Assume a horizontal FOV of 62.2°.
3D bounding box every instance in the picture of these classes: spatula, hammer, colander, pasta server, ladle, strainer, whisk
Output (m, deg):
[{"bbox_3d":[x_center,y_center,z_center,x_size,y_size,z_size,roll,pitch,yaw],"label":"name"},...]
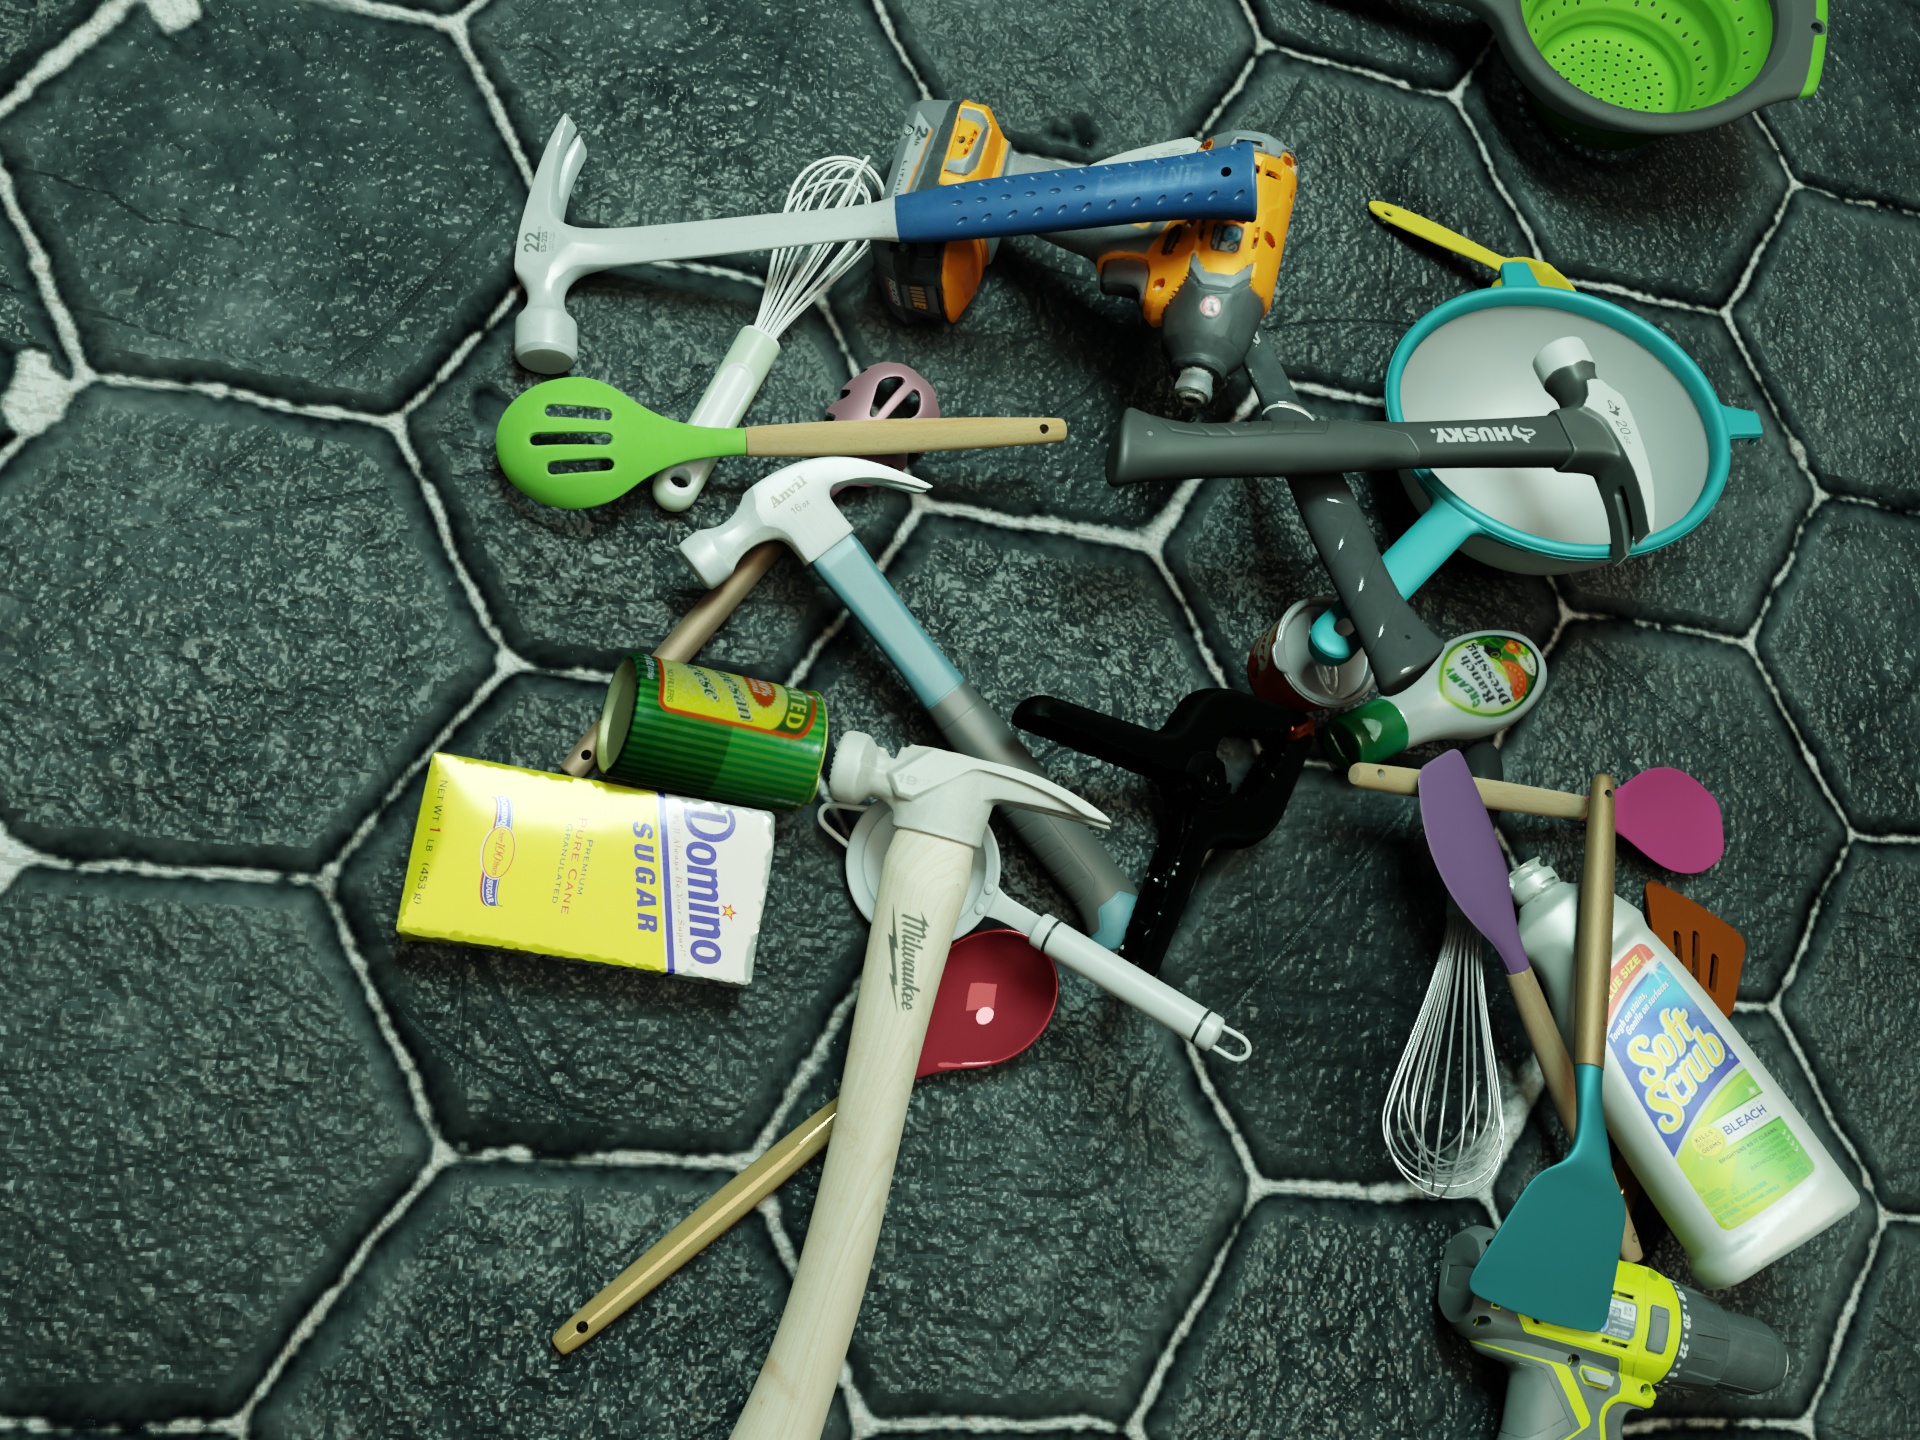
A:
[{"bbox_3d":[0.410,0.253,0.970,0.081,0.041,0.323,30,74,-8],"label":"spatula"},{"bbox_3d":[-0.001,-0.003,0.873,0.128,0.033,0.331,-39,99,-8],"label":"hammer"},{"bbox_3d":[0.349,0.174,0.901,0.082,0.044,0.318,19,63,-7],"label":"spatula"},{"bbox_3d":[0.383,-0.485,1.113,0.397,0.094,0.205,12,73,4],"label":"colander"},{"bbox_3d":[0.182,-0.194,0.940,0.149,0.036,0.409,-10,63,-16],"label":"hammer"},{"bbox_3d":[-0.114,-0.089,0.887,0.060,0.040,0.316,40,73,-5],"label":"pasta server"},{"bbox_3d":[-0.076,0.216,0.824,0.315,0.031,0.069,-36,82,-20],"label":"ladle"},{"bbox_3d":[0.319,-0.127,0.985,0.211,0.095,0.340,41,68,17],"label":"strainer"},{"bbox_3d":[0.236,-0.148,0.886,0.334,0.035,0.146,-5,62,-18],"label":"hammer"},{"bbox_3d":[0.297,0.142,0.946,0.070,0.070,0.285,19,67,-12],"label":"whisk"},{"bbox_3d":[-0.045,-0.278,0.867,0.405,0.035,0.144,-4,75,6],"label":"hammer"},{"bbox_3d":[0.330,0.169,0.920,0.060,0.018,0.316,-25,93,-36],"label":"spatula"},{"bbox_3d":[0.038,0.109,0.839,0.258,0.050,0.087,29,99,19],"label":"strainer"},{"bbox_3d":[-0.040,0.216,0.785,0.146,0.038,0.411,13,80,8],"label":"hammer"},{"bbox_3d":[-0.110,-0.224,0.908,0.057,0.059,0.246,29,75,-11],"label":"whisk"}]

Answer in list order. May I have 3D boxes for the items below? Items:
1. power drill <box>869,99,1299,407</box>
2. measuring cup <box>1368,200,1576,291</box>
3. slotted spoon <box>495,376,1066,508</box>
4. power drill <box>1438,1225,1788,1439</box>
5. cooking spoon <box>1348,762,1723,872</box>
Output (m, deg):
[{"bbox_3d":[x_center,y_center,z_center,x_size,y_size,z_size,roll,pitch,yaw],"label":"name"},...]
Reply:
[{"bbox_3d":[0.069,-0.267,0.915,0.226,0.084,0.164,11,73,10],"label":"power drill"},{"bbox_3d":[0.344,-0.308,1.083,0.156,0.029,0.062,28,49,4],"label":"measuring cup"},{"bbox_3d":[-0.092,-0.156,0.871,0.313,0.031,0.070,-4,92,-14],"label":"slotted spoon"},{"bbox_3d":[0.348,0.410,0.869,0.190,0.080,0.229,16,74,-3],"label":"power drill"},{"bbox_3d":[0.362,0.051,0.976,0.318,0.017,0.069,9,74,-28],"label":"cooking spoon"}]
